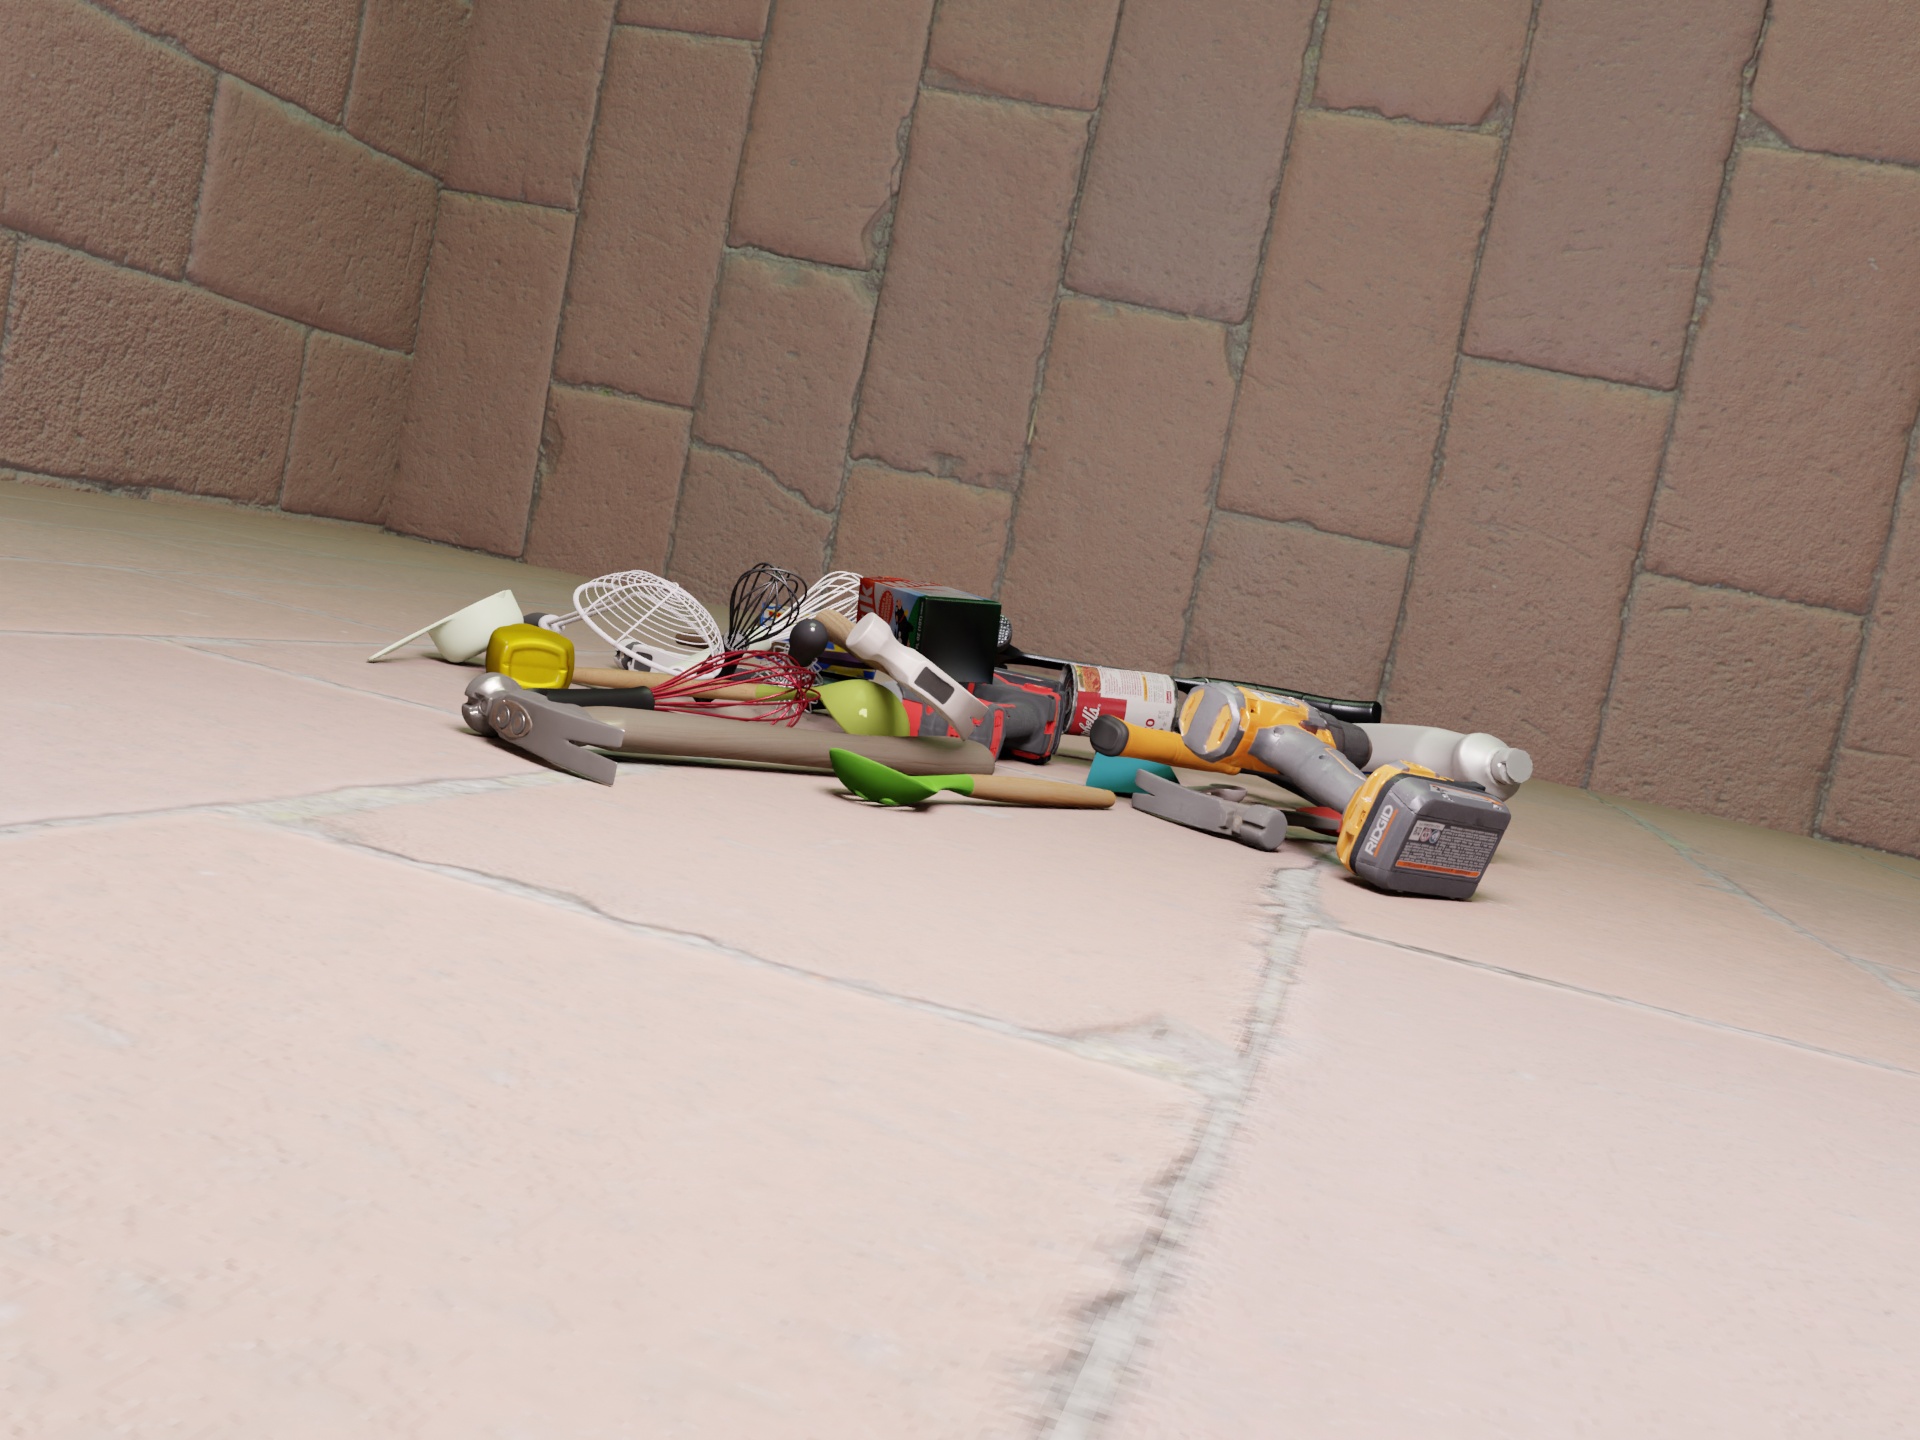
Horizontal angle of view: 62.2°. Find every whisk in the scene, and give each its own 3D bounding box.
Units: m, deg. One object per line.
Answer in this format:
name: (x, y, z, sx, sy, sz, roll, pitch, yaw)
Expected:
whisk: (-0.177, -0.079, 1.476, 0.246, 0.058, 0.059, -28, -9, -32)
whisk: (-0.137, -0.050, 1.341, 0.070, 0.070, 0.284, 11, -10, -9)
whisk: (-0.210, -0.014, 1.127, 0.073, 0.073, 0.295, 15, 13, 37)
whisk: (-0.181, -0.065, 1.304, 0.055, 0.055, 0.239, 10, -26, -22)

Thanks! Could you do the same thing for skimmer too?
skimmer: (-0.326, -0.062, 1.346, 0.127, 0.090, 0.363, 18, -16, -37)

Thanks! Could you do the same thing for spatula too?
spatula: (-0.170, -0.066, 1.523, 0.316, 0.018, 0.059, 9, 3, 41)
spatula: (0.146, 0.041, 1.492, 0.082, 0.044, 0.317, 2, -1, 0)

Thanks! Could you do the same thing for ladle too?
ladle: (-0.189, -0.012, 1.303, 0.320, 0.062, 0.078, 6, -2, 23)

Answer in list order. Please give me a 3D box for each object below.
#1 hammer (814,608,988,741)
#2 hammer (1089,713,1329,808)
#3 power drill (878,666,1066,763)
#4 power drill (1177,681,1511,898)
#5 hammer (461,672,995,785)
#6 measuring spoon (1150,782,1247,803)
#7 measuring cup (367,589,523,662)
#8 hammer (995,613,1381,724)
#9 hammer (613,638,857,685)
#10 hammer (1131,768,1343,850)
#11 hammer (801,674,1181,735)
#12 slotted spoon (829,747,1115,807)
hammer: (-0.066, -0.053, 1.267, 0.130, 0.031, 0.331, 38, -2, -20)
hammer: (0.222, 0.036, 1.376, 0.127, 0.034, 0.336, 31, 12, 37)
power drill: (-0.002, -0.004, 1.399, 0.143, 0.078, 0.219, 13, 8, 22)
power drill: (0.293, 0.045, 1.175, 0.185, 0.084, 0.226, 10, 18, -38)
hammer: (-0.114, 0.019, 1.064, 0.146, 0.038, 0.410, 18, 7, 42)
measuring spoon: (0.205, 0.068, 1.405, 0.124, 0.018, 0.034, -1, 10, -39)
measuring cup: (-0.418, -0.062, 1.293, 0.083, 0.038, 0.167, -23, 10, 26)
hammer: (0.215, -0.034, 1.575, 0.409, 0.036, 0.149, 10, -17, 2)
hammer: (-0.168, -0.036, 1.602, 0.334, 0.035, 0.146, 8, 5, -37)
hammer: (0.315, 0.084, 1.317, 0.358, 0.036, 0.149, 7, 6, -37)
hammer: (0.034, -0.008, 1.565, 0.386, 0.038, 0.143, 6, -2, -21)
slotted spoon: (0.021, 0.048, 1.108, 0.070, 0.031, 0.313, 15, 4, 38)
